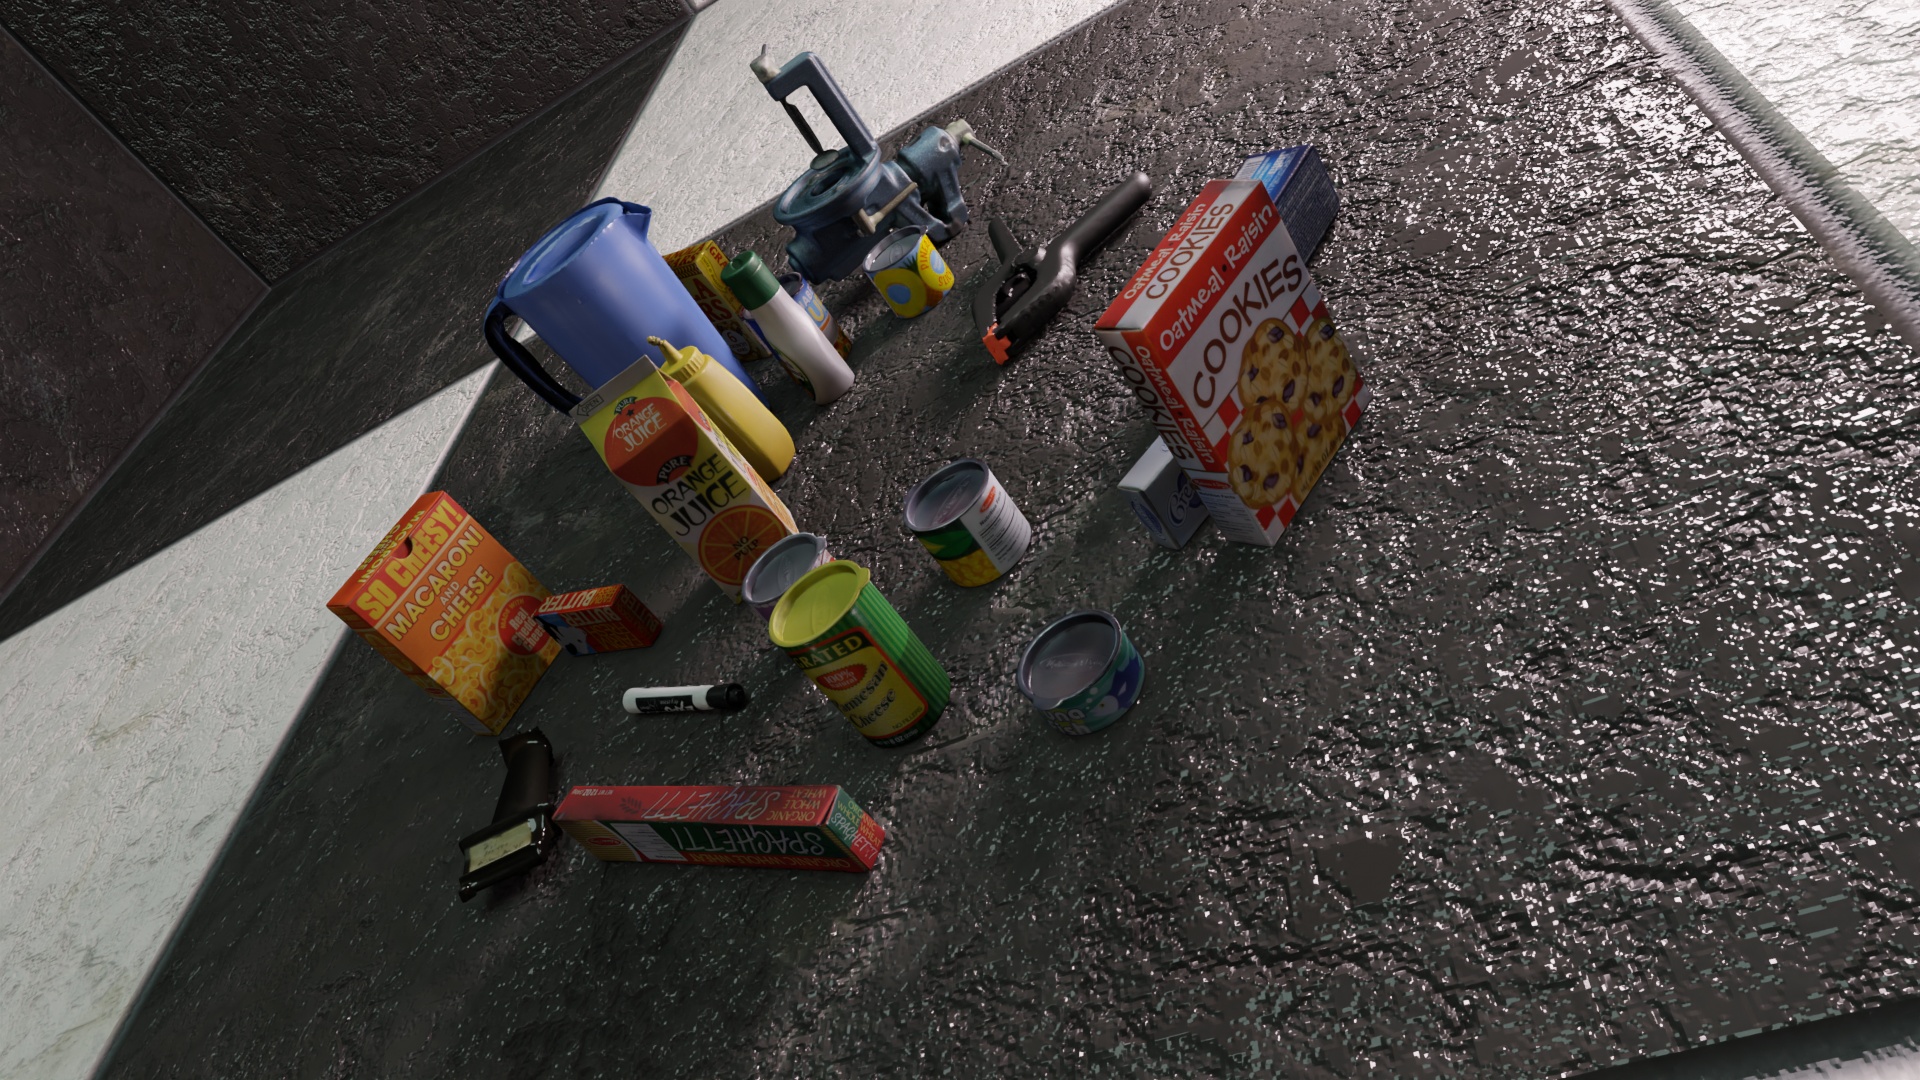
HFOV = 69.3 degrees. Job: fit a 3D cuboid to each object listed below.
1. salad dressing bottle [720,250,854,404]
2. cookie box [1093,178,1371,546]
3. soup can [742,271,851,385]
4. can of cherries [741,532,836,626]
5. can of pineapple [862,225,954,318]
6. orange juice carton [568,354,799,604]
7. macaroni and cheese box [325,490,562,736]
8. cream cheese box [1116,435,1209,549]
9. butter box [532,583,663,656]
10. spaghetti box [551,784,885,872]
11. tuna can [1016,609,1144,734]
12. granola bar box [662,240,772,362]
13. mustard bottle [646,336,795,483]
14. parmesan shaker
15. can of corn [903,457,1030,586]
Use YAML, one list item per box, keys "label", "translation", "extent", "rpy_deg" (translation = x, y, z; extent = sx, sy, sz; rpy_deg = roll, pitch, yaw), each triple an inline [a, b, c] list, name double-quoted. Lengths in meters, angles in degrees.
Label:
- label: "salad dressing bottle"
  translation: [-0.151, -0.185, 1.213]
  extent: [0.044, 0.147, 0.064]
  rpy_deg: [-39, 32, -2]
- label: "cookie box"
  translation: [0.157, -0.099, 0.782]
  extent: [0.040, 0.167, 0.123]
  rpy_deg: [10, 55, 50]
- label: "soup can"
  translation: [-0.148, -0.195, 1.283]
  extent: [0.071, 0.083, 0.072]
  rpy_deg: [-26, 34, 19]
- label: "can of cherries"
  translation: [-0.107, 0.037, 0.971]
  extent: [0.071, 0.058, 0.072]
  rpy_deg: [-26, 34, 19]
- label: "can of pineapple"
  translation: [-0.046, -0.246, 1.273]
  extent: [0.071, 0.057, 0.071]
  rpy_deg: [-26, 34, 19]
- label: "orange juice carton"
  translation: [-0.205, -0.050, 1.050]
  extent: [0.072, 0.192, 0.073]
  rpy_deg: [-37, 32, 1]
- label: "macaroni and cheese box"
  translation: [-0.407, 0.060, 1.133]
  extent: [0.040, 0.166, 0.124]
  rpy_deg: [-5, 44, 41]
- label: "cream cheese box"
  translation: [0.144, -0.049, 0.840]
  extent: [0.104, 0.053, 0.024]
  rpy_deg: [-49, 33, -17]
- label: "butter box"
  translation: [-0.293, 0.065, 1.122]
  extent: [0.103, 0.053, 0.024]
  rpy_deg: [-10, 41, 37]
- label: "spaghetti box"
  translation: [-0.153, 0.175, 0.848]
  extent: [0.249, 0.050, 0.029]
  rpy_deg: [-8, 42, 38]
- label: "tuna can"
  translation: [0.067, 0.076, 0.775]
  extent: [0.071, 0.032, 0.071]
  rpy_deg: [-25, 34, 19]
- label: "granola bar box"
  translation: [-0.274, -0.234, 1.417]
  extent: [0.165, 0.124, 0.039]
  rpy_deg: [-3, 46, 42]
- label: "mustard bottle"
  translation: [-0.206, -0.115, 1.165]
  extent: [0.065, 0.159, 0.049]
  rpy_deg: [-9, 42, 38]
- label: "parmesan shaker"
  translation: [-0.057, 0.069, 0.838]
  extent: [0.071, 0.102, 0.072]
  rpy_deg: [-26, 34, 19]
- label: "can of corn"
  translation: [0.003, -0.012, 0.924]
  extent: [0.071, 0.058, 0.071]
  rpy_deg: [-26, 34, 19]
